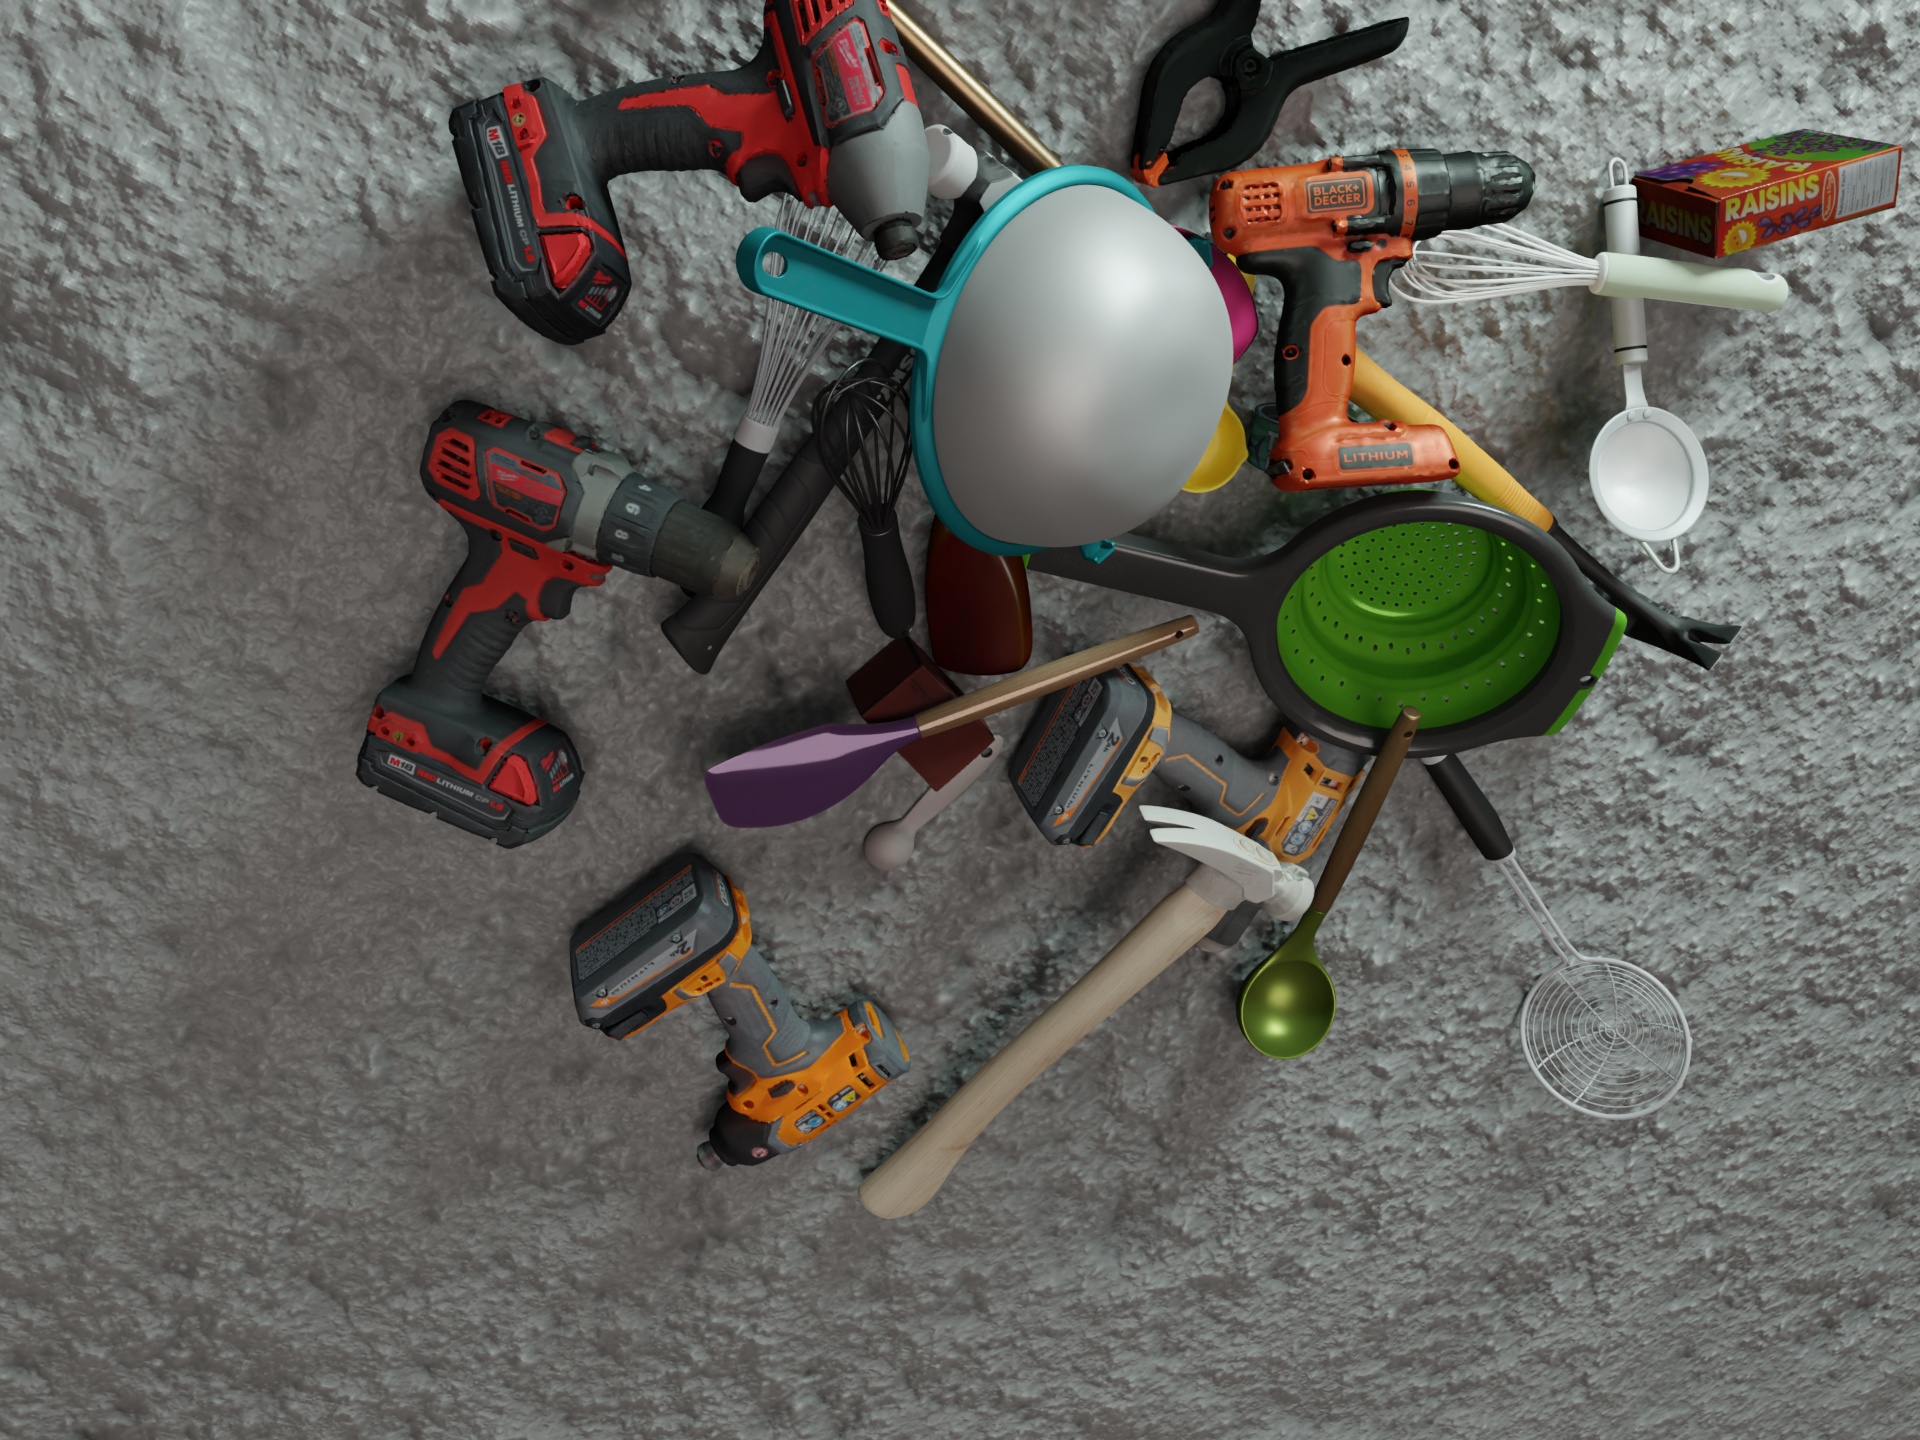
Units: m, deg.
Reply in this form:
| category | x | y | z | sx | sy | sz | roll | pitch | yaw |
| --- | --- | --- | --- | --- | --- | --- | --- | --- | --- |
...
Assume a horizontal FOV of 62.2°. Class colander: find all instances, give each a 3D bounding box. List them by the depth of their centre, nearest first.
| category | x | y | z | sx | sy | sz | roll | pitch | yaw |
| --- | --- | --- | --- | --- | --- | --- | --- | --- | --- |
| colander | 0.208 | -0.098 | 1.010 | 0.397 | 0.095 | 0.204 | 13 | 133 | -2 |

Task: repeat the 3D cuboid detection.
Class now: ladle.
| category | x | y | z | sx | sy | sz | roll | pitch | yaw |
| --- | --- | --- | --- | --- | --- | --- | --- | --- | --- |
| ladle | 0.262 | 0.120 | 1.101 | 0.078 | 0.062 | 0.320 | -1 | 133 | -15 |

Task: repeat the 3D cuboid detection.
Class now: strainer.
| category | x | y | z | sx | sy | sz | roll | pitch | yaw |
| --- | --- | --- | --- | --- | --- | --- | --- | --- | --- |
| strainer | 0.039 | -0.179 | 0.787 | 0.340 | 0.095 | 0.211 | 4 | 108 | -52 |
| strainer | 0.420 | -0.220 | 0.995 | 0.087 | 0.050 | 0.258 | -8 | 95 | -15 |

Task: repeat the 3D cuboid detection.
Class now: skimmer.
| category | x | y | z | sx | sy | sz | roll | pitch | yaw |
| --- | --- | --- | --- | --- | --- | --- | --- | --- | --- |
| skimmer | 0.432 | 0.160 | 1.193 | 0.127 | 0.090 | 0.363 | -21 | 123 | 32 |

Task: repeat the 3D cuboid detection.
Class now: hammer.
| category | x | y | z | sx | sy | sz | roll | pitch | yaw |
| --- | --- | --- | --- | --- | --- | --- | --- | --- | --- |
| hammer | -0.064 | -0.160 | 0.895 | 0.334 | 0.035 | 0.146 | -52 | 150 | 16 |
| hammer | 0.351 | -0.141 | 1.016 | 0.336 | 0.127 | 0.034 | 32 | 98 | -20 |
| hammer | 0.054 | 0.217 | 1.102 | 0.146 | 0.038 | 0.410 | 26 | 119 | -33 |

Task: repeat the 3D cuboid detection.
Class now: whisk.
| category | x | y | z | sx | sy | sz | roll | pitch | yaw |
| --- | --- | --- | --- | --- | --- | --- | --- | --- | --- |
| whisk | -0.102 | -0.190 | 0.894 | 0.070 | 0.070 | 0.284 | 16 | 116 | -22 |
| whisk | -0.046 | -0.115 | 0.900 | 0.055 | 0.055 | 0.238 | -18 | 151 | -6 |
| whisk | 0.376 | -0.269 | 0.956 | 0.246 | 0.058 | 0.059 | 6 | 126 | -2 |

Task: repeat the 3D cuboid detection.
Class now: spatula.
| category | x | y | z | sx | sy | sz | roll | pitch | yaw |
| --- | --- | --- | --- | --- | --- | --- | --- | --- | --- |
| spatula | -0.002 | -0.003 | 0.974 | 0.316 | 0.018 | 0.059 | -21 | 120 | -3 |

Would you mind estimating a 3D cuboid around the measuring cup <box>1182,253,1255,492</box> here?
| category | x | y | z | sx | sy | sz | roll | pitch | yaw |
| --- | --- | --- | --- | --- | --- | --- | --- | --- | --- |
| measuring cup | 0.154 | -0.218 | 0.971 | 0.062 | 0.029 | 0.156 | 9 | 101 | -13 |

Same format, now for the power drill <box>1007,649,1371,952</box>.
| category | x | y | z | sx | sy | sz | roll | pitch | yaw |
| --- | --- | --- | --- | --- | --- | --- | --- | --- | --- |
| power drill | 0.146 | 0.062 | 1.076 | 0.226 | 0.084 | 0.185 | 18 | 112 | -27 |

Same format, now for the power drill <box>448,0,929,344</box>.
| category | x | y | z | sx | sy | sz | roll | pitch | yaw |
| --- | --- | --- | --- | --- | --- | --- | --- | --- | --- |
| power drill | -0.125 | -0.270 | 0.784 | 0.219 | 0.078 | 0.143 | -17 | 86 | 7 |

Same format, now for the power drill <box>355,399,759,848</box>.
| category | x | y | z | sx | sy | sz | roll | pitch | yaw |
| --- | --- | --- | --- | --- | --- | --- | --- | --- | --- |
| power drill | -0.227 | -0.046 | 0.888 | 0.188 | 0.080 | 0.226 | 23 | 108 | 3 |

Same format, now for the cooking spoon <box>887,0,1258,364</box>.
| category | x | y | z | sx | sy | sz | roll | pitch | yaw |
| --- | --- | --- | --- | --- | --- | --- | --- | --- | --- |
| cooking spoon | 0.051 | -0.306 | 0.889 | 0.318 | 0.017 | 0.069 | 37 | 99 | -24 |

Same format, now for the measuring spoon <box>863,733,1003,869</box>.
| category | x | y | z | sx | sy | sz | roll | pitch | yaw |
| --- | --- | --- | --- | --- | --- | --- | --- | --- | --- |
| measuring spoon | -0.015 | 0.056 | 1.060 | 0.124 | 0.018 | 0.034 | -45 | 118 | 8 |

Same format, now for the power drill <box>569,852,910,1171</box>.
| category | x | y | z | sx | sy | sz | roll | pitch | yaw |
| --- | --- | --- | --- | --- | --- | --- | --- | --- | --- |
| power drill | -0.159 | 0.210 | 1.065 | 0.164 | 0.084 | 0.226 | -37 | 123 | 5 |
